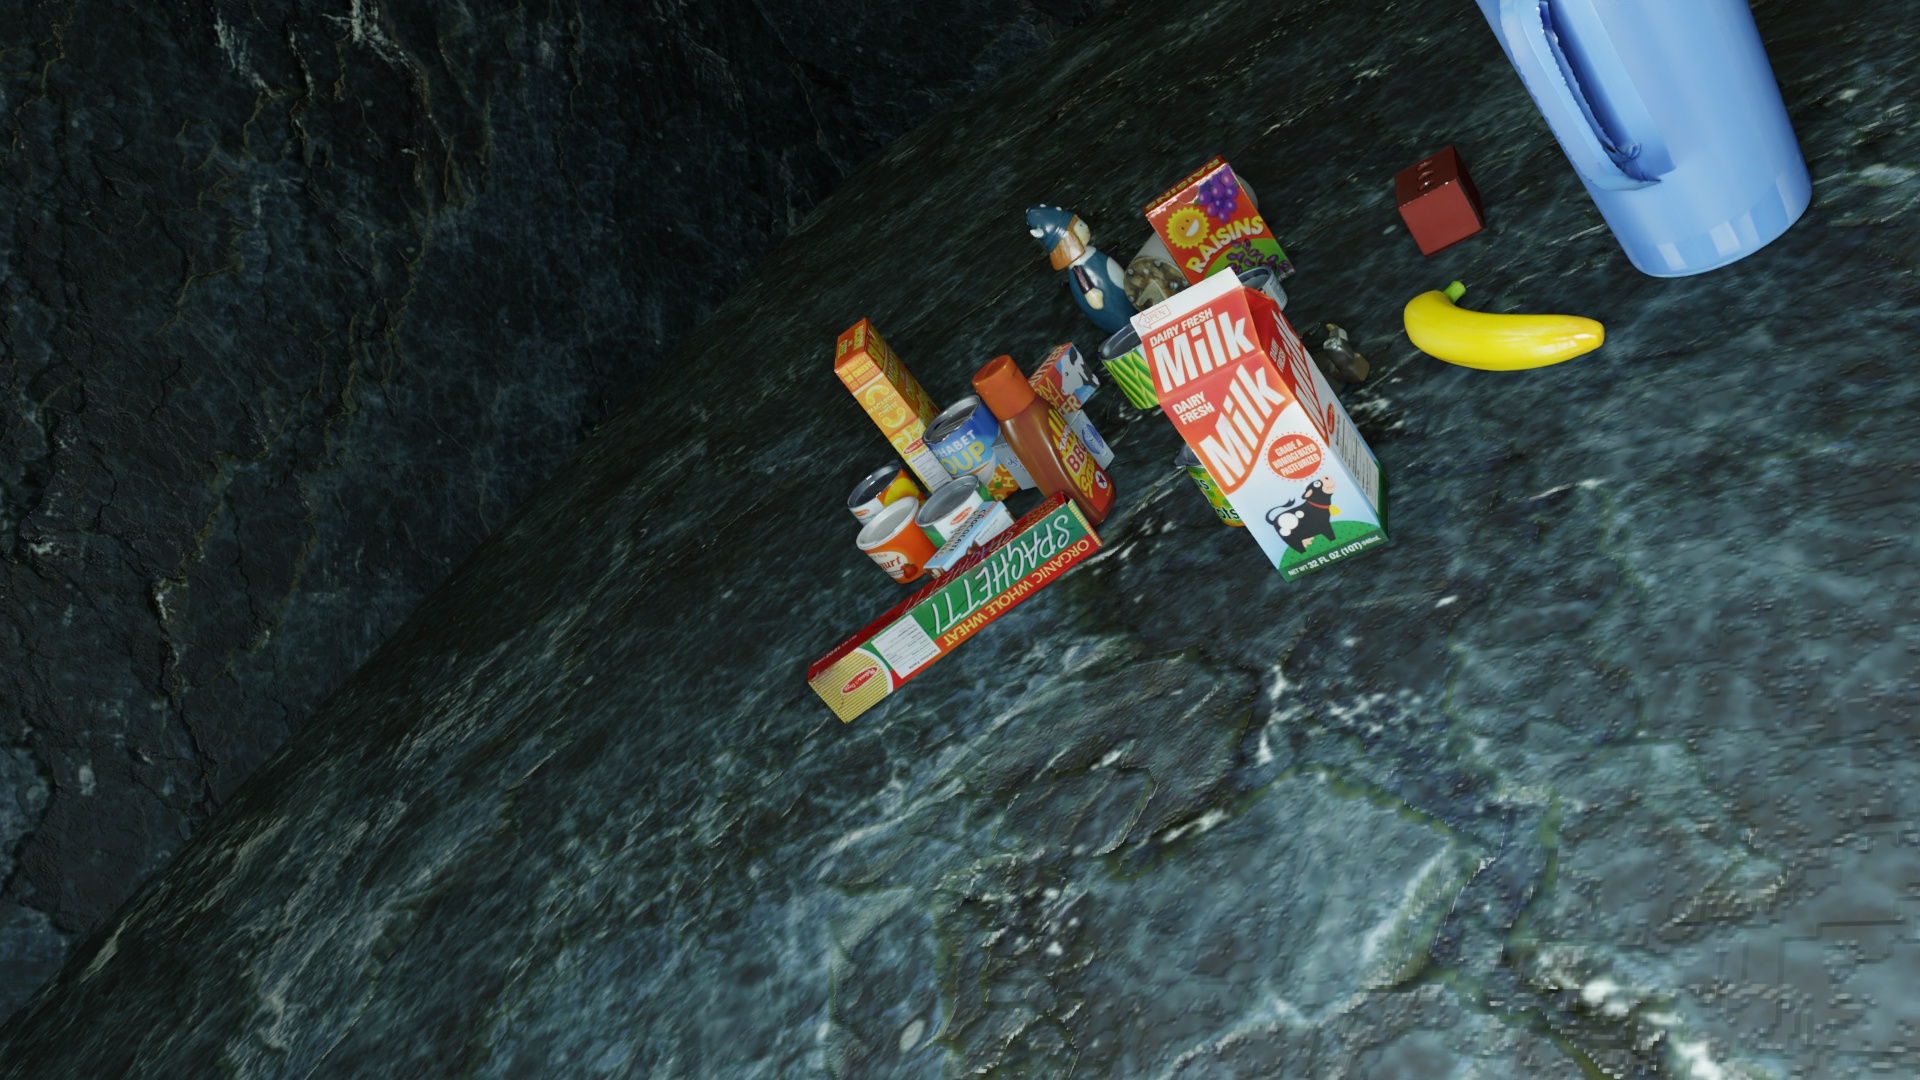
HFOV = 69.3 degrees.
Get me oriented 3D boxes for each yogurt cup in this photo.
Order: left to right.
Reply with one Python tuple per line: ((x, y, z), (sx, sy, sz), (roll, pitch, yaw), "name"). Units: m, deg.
((-0.052, 0.001, 1.254), (0.072, 0.054, 0.073), (-32, 22, 15), "yogurt cup")

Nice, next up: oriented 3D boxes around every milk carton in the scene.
((0.183, -0.075, 0.844), (0.072, 0.190, 0.074), (-25, 24, 31), "milk carton")

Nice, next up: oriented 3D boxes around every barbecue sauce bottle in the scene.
((0.065, -0.078, 1.097), (0.043, 0.148, 0.065), (-25, 24, 31), "barbecue sauce bottle")

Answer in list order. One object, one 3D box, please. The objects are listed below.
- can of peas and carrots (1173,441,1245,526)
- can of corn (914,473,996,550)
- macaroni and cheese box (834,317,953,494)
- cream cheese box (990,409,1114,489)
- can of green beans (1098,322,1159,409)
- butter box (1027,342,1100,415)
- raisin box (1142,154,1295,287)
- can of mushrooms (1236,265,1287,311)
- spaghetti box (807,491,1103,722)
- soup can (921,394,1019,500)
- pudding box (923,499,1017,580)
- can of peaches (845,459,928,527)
((0.193, -0.050, 0.961), (0.071, 0.058, 0.071), (-32, 22, 15), "can of peas and carrots")
((0.004, -0.015, 1.192), (0.071, 0.058, 0.071), (-32, 22, 15), "can of corn")
((-0.058, -0.133, 1.383), (0.040, 0.166, 0.124), (-34, 21, 11), "macaroni and cheese box")
((0.079, -0.078, 1.206), (0.103, 0.053, 0.024), (-12, 33, 49), "cream cheese box")
((0.165, -0.158, 1.227), (0.071, 0.057, 0.071), (-32, 22, 15), "can of green beans")
((0.086, -0.135, 1.314), (0.024, 0.053, 0.104), (-7, 37, 54), "butter box")
((0.234, -0.273, 1.260), (0.086, 0.123, 0.040), (-32, 22, 16), "raisin box")
((0.251, -0.209, 1.227), (0.071, 0.033, 0.071), (-32, 22, 15), "can of mushrooms")
((-0.005, 0.052, 1.080), (0.250, 0.050, 0.029), (-35, 21, 8), "spaghetti box")
((0.014, -0.079, 1.271), (0.071, 0.083, 0.071), (-33, 22, 15), "soup can")
((0.015, 0.012, 1.132), (0.084, 0.049, 0.030), (-49, 23, -25), "pudding box")
((-0.066, -0.034, 1.345), (0.071, 0.058, 0.071), (-32, 22, 15), "can of peaches")
